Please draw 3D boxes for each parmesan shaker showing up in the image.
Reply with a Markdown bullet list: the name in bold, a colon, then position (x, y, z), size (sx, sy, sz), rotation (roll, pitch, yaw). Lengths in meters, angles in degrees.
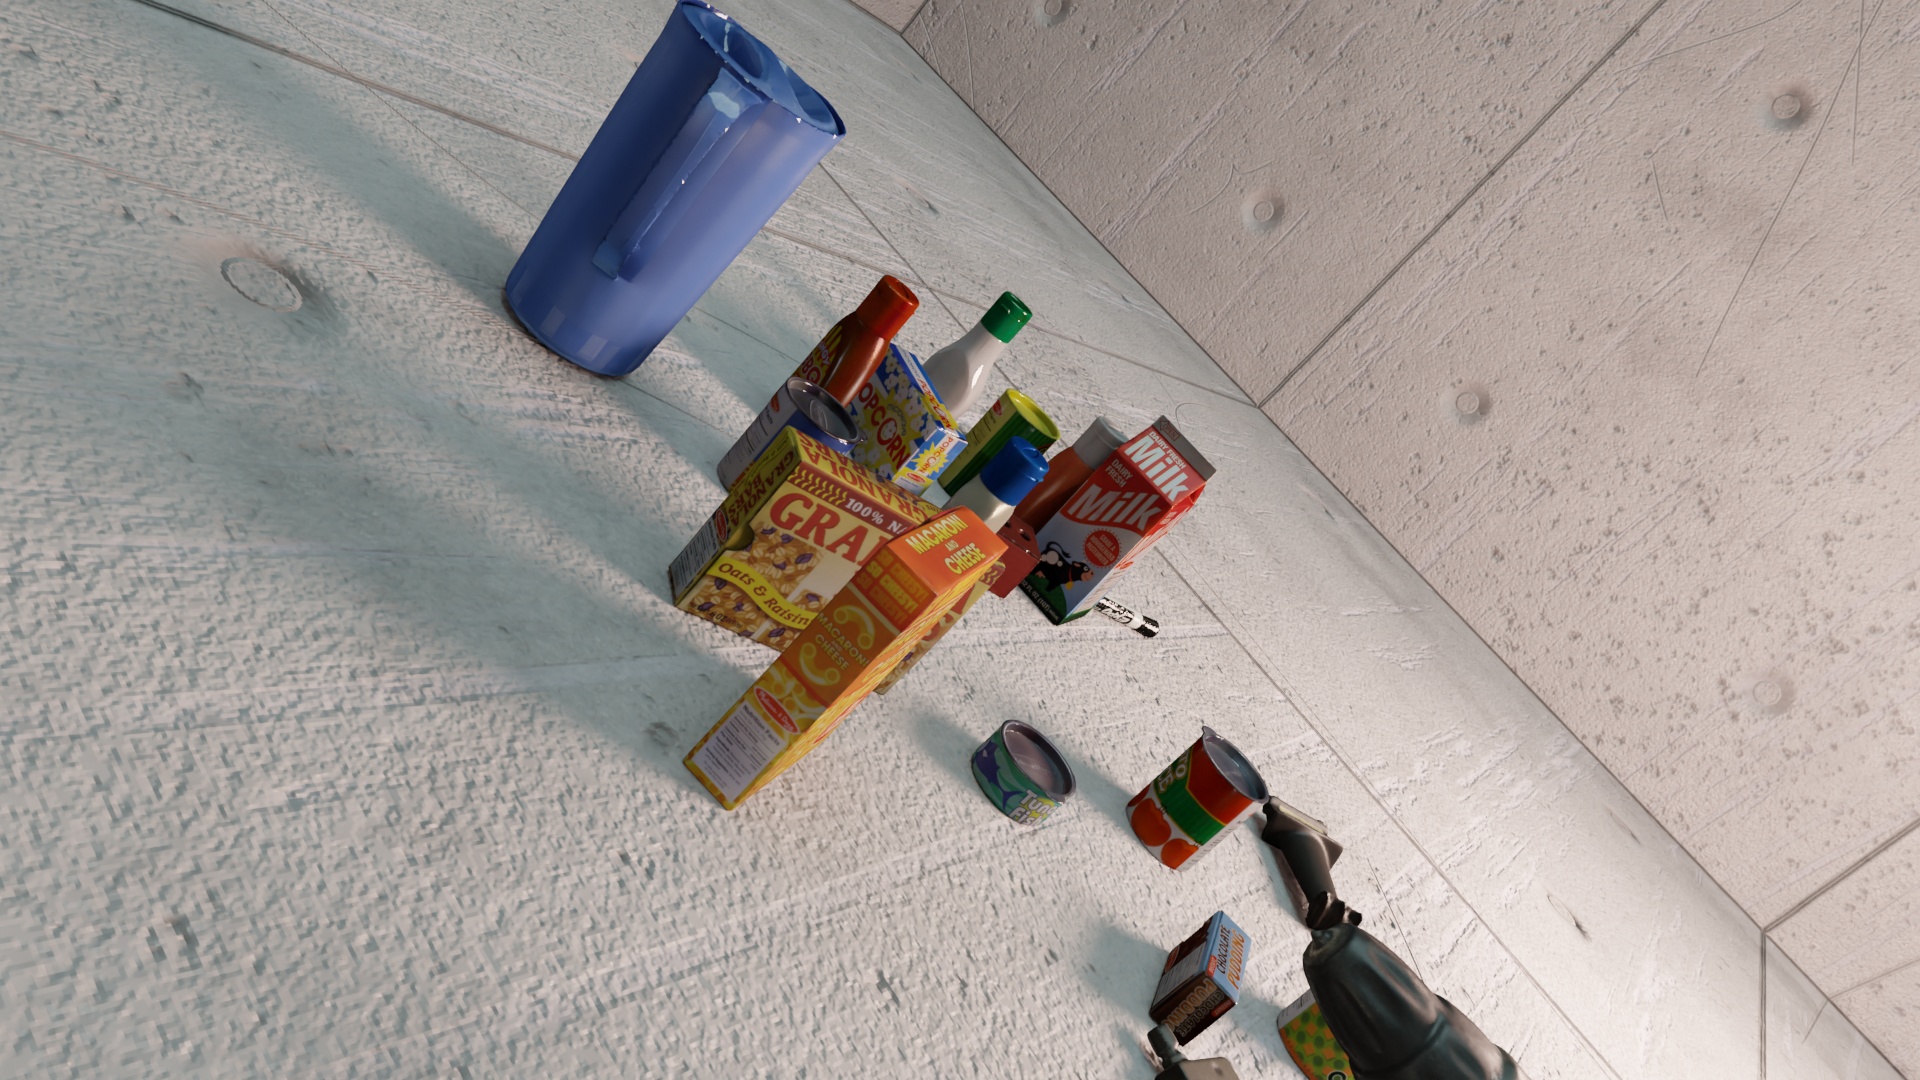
- **parmesan shaker**: position (0.034, -0.082, 1.280), size (0.071, 0.102, 0.071), rotation (37, 21, -16)

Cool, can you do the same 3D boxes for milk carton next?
- **milk carton**: position (0.135, -0.018, 1.212), size (0.072, 0.190, 0.073), rotation (48, 20, 14)

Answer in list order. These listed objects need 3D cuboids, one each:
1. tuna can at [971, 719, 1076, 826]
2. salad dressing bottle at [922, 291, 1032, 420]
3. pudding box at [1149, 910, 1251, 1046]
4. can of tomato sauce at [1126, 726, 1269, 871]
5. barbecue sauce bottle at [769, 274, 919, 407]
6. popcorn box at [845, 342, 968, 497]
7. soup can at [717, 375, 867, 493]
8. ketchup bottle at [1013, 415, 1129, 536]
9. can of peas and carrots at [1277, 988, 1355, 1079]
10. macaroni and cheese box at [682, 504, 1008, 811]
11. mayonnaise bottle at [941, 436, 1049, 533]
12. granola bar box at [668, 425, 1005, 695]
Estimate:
- **tuna can**: position (0.043, 0.156, 0.921), size (0.071, 0.032, 0.071), rotation (37, 21, -16)
- **salad dressing bottle**: position (0.010, -0.179, 1.366), size (0.064, 0.147, 0.044), rotation (49, 21, 17)
- **pudding box**: position (0.151, 0.271, 0.866), size (0.030, 0.049, 0.084), rotation (45, 20, 5)
- **can of tomato sauce**: position (0.172, 0.190, 1.019), size (0.071, 0.083, 0.071), rotation (37, 21, -16)
- **barbecue sauce bottle**: position (-0.092, -0.145, 1.107), size (0.043, 0.148, 0.065), rotation (29, 24, -35)
- **popcorn box**: position (-0.055, -0.097, 1.173), size (0.038, 0.085, 0.127), rotation (24, 27, -43)
- **soup can**: position (-0.119, -0.062, 0.984), size (0.071, 0.083, 0.071), rotation (37, 21, -16)
- **ketchup bottle**: position (0.089, -0.047, 1.246), size (0.065, 0.148, 0.044), rotation (15, 34, -53)
- **can of peas and carrots**: position (0.259, 0.330, 0.934), size (0.071, 0.058, 0.071), rotation (37, 21, -16)
- **macaroni and cheese box**: position (-0.058, 0.058, 0.736), size (0.040, 0.166, 0.124), rotation (45, 20, 6)
- **mayonnaise bottle**: position (0.004, -0.013, 1.020), size (0.041, 0.147, 0.065), rotation (47, 20, 12)
- **granola bar box**: position (-0.074, 0.018, 0.850), size (0.165, 0.124, 0.039), rotation (28, 24, -35)
